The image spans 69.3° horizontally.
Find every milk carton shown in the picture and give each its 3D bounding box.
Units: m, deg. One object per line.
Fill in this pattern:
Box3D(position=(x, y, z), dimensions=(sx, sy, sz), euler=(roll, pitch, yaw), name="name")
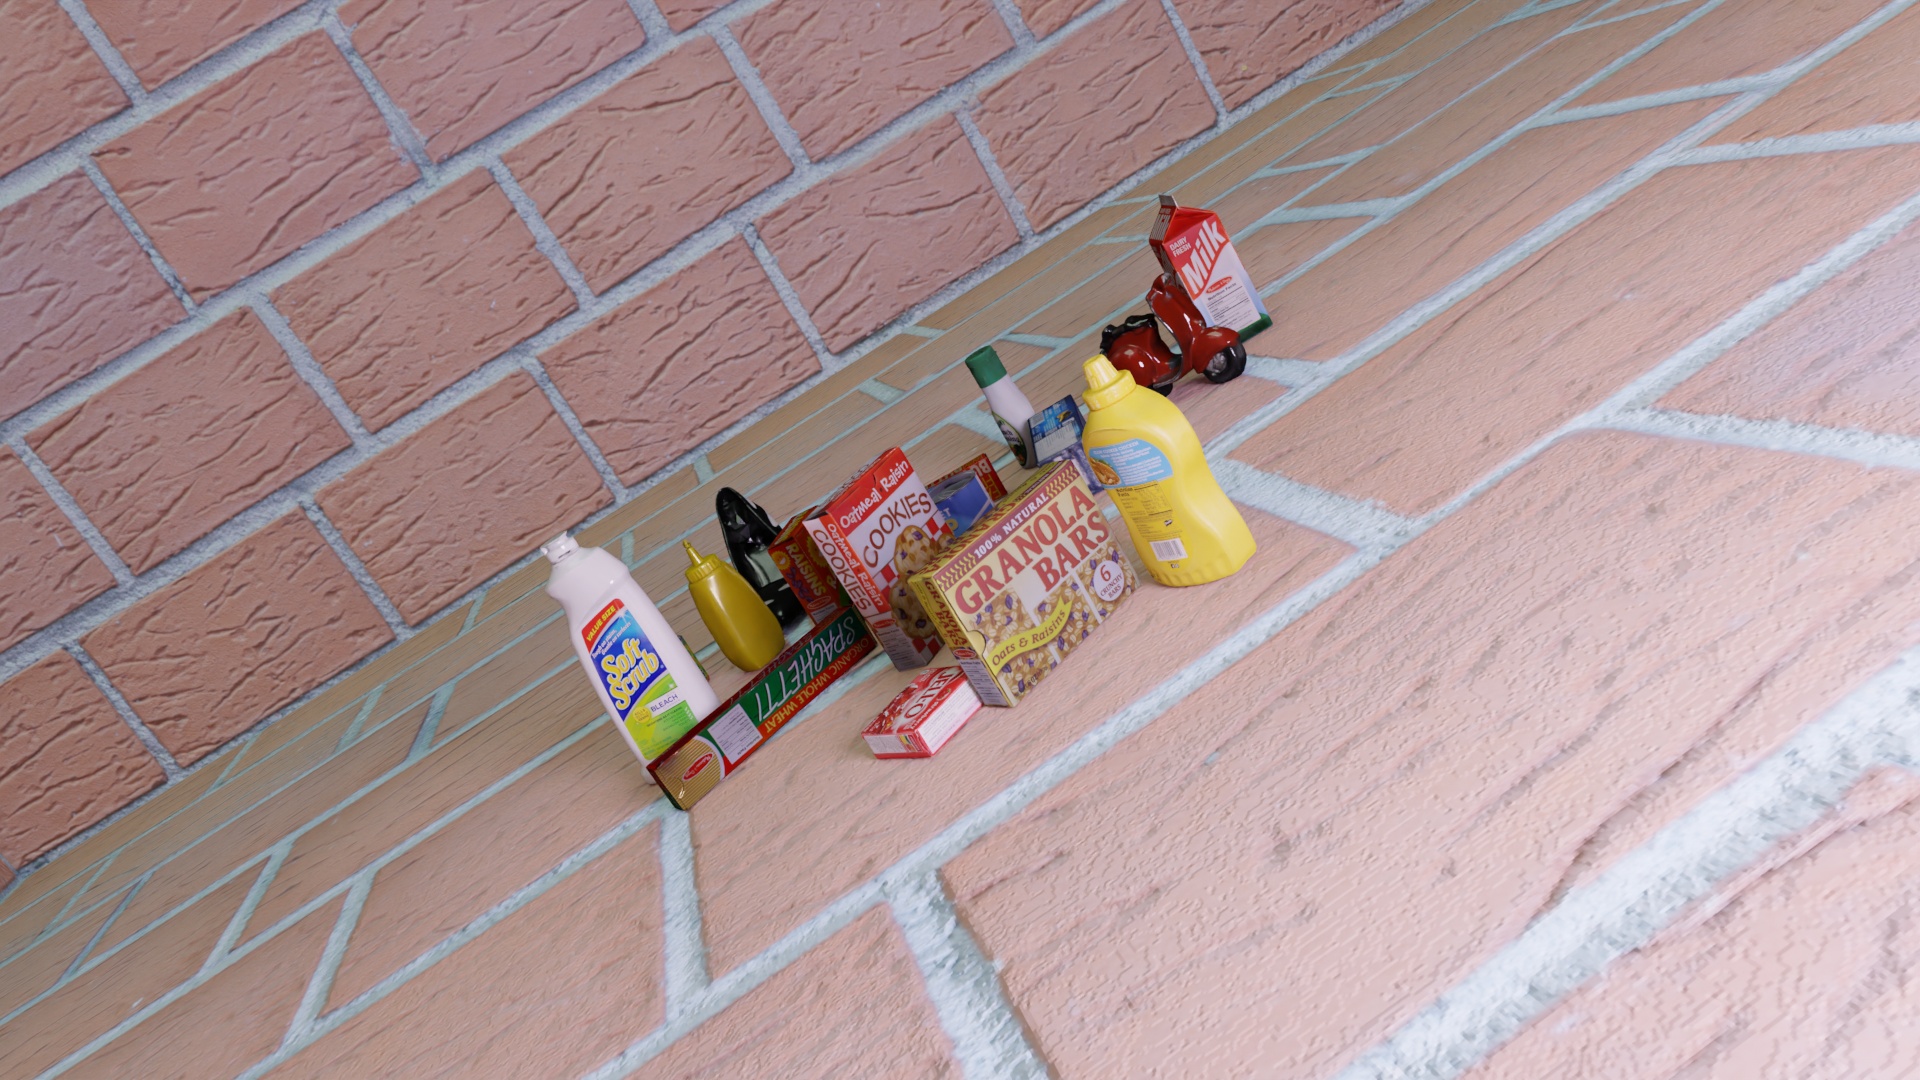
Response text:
Box3D(position=(0.282, -0.318, 1.616), dimensions=(0.073, 0.190, 0.072), euler=(-31, 15, 2), name="milk carton")

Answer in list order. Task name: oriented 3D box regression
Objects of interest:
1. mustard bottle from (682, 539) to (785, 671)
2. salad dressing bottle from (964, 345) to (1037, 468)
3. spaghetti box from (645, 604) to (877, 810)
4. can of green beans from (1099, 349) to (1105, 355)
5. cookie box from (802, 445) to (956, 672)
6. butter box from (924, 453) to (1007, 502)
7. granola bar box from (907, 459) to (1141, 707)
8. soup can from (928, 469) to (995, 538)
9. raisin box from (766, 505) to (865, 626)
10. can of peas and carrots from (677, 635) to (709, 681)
Box3D(position=(-0.252, 0.064, 1.491), dimensions=(0.048, 0.160, 0.066), euler=(-16, 22, 45), name="mustard bottle")
Box3D(position=(0.056, -0.155, 1.615), dimensions=(0.044, 0.147, 0.064), euler=(-35, 16, -12), name="salad dressing bottle")
Box3D(position=(-0.180, 0.151, 1.294), dimensions=(0.251, 0.050, 0.028), euler=(-40, 18, -30), name="spaghetti box")
Box3D(position=(0.211, -0.217, 1.683), dimensions=(0.071, 0.057, 0.071), euler=(-29, 16, 9), name="can of green beans")
Box3D(position=(-0.056, 0.015, 1.264), dimensions=(0.040, 0.167, 0.123), euler=(-18, 20, 40), name="cookie box")
Box3D(position=(-0.003, -0.051, 1.581), dimensions=(0.103, 0.053, 0.024), euler=(-30, 15, 4), name="butter box")
Box3D(position=(0.054, 0.032, 1.089), dimensions=(0.166, 0.124, 0.039), euler=(-40, 18, -30), name="granola bar box")
Box3D(position=(0.005, -0.018, 1.407), dimensions=(0.071, 0.083, 0.071), euler=(-29, 16, 9), name="soup can")
Box3D(position=(-0.142, 0.035, 1.442), dimensions=(0.040, 0.123, 0.086), euler=(-25, 17, 23), name="raisin box")
Box3D(position=(-0.322, 0.148, 1.549), dimensions=(0.071, 0.058, 0.071), euler=(-29, 16, 9), name="can of peas and carrots")
